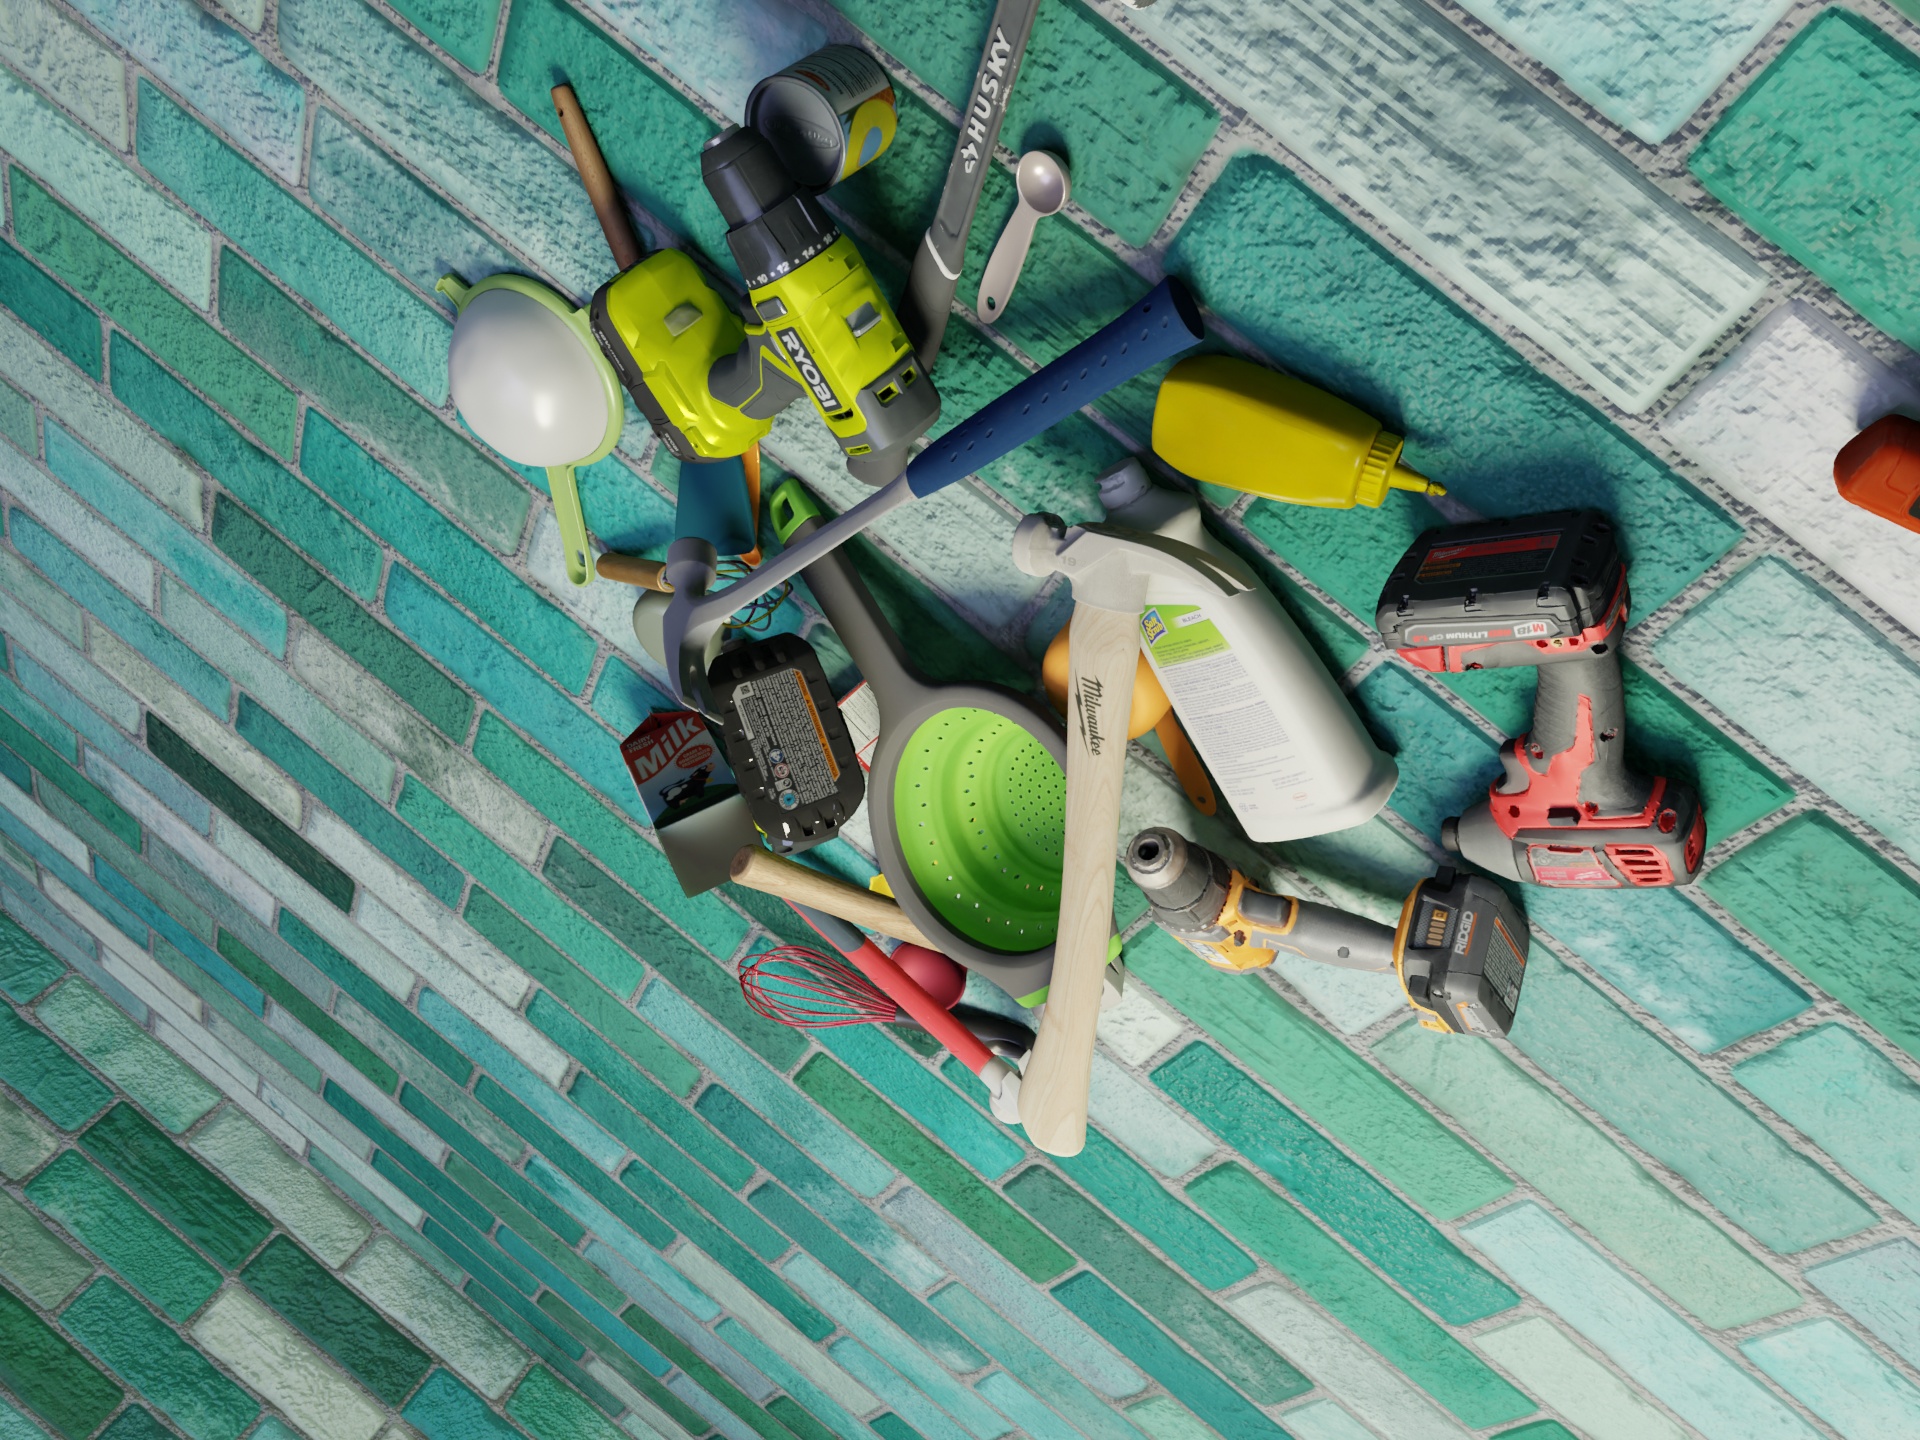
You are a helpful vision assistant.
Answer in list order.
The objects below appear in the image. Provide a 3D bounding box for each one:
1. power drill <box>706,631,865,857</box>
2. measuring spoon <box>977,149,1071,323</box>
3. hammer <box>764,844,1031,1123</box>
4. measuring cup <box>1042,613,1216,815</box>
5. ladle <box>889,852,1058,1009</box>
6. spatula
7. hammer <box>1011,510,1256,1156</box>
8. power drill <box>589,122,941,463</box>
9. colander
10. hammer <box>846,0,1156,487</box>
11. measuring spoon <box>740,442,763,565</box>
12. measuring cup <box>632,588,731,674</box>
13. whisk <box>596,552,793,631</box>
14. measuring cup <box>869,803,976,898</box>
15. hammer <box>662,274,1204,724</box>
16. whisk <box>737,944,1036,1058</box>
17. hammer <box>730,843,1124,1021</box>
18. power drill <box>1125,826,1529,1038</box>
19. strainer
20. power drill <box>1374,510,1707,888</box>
[{"bbox_3d":[-0.133,0.012,1.140,0.223,0.080,0.171,156,94,-80],"label":"power drill"},{"bbox_3d":[0.035,-0.269,0.892,0.034,0.018,0.124,47,147,11],"label":"measuring spoon"},{"bbox_3d":[-0.088,0.178,1.294,0.386,0.038,0.143,39,162,18],"label":"hammer"},{"bbox_3d":[0.117,0.005,1.036,0.095,0.052,0.173,-13,114,43],"label":"measuring cup"},{"bbox_3d":[0.028,0.155,1.258,0.069,0.031,0.315,45,137,2],"label":"ladle"},{"bbox_3d":[-0.208,-0.259,1.059,0.082,0.044,0.317,6,128,39],"label":"spatula"},{"bbox_3d":[0.085,0.087,0.962,0.146,0.038,0.410,19,115,36],"label":"hammer"},{"bbox_3d":[-0.128,-0.239,0.943,0.229,0.080,0.190,3,132,54],"label":"power drill"},{"bbox_3d":[-0.002,-0.004,1.097,0.204,0.094,0.397,-40,77,41],"label":"colander"},{"bbox_3d":[-0.009,-0.280,0.884,0.149,0.036,0.408,45,144,16],"label":"hammer"},{"bbox_3d":[-0.148,-0.161,1.128,0.021,0.011,0.116,22,132,20],"label":"measuring spoon"},{"bbox_3d":[-0.210,-0.035,1.259,0.083,0.038,0.167,7,127,33],"label":"measuring cup"},{"bbox_3d":[-0.204,-0.100,1.159,0.051,0.047,0.245,18,178,-42],"label":"whisk"},{"bbox_3d":[-0.019,0.109,1.262,0.062,0.029,0.156,39,128,2],"label":"measuring cup"},{"bbox_3d":[-0.034,-0.132,0.944,0.405,0.144,0.035,-28,139,30],"label":"hammer"},{"bbox_3d":[-0.070,0.253,1.399,0.296,0.073,0.073,10,131,23],"label":"whisk"},{"bbox_3d":[-0.017,0.157,1.174,0.331,0.031,0.130,24,148,-27],"label":"hammer"},{"bbox_3d":[0.222,0.124,0.997,0.226,0.084,0.185,8,160,33],"label":"power drill"},{"bbox_3d":[-0.319,-0.197,1.177,0.151,0.069,0.256,18,133,24],"label":"strainer"},{"bbox_3d":[0.312,0.002,0.873,0.143,0.078,0.219,-4,126,40],"label":"power drill"}]
